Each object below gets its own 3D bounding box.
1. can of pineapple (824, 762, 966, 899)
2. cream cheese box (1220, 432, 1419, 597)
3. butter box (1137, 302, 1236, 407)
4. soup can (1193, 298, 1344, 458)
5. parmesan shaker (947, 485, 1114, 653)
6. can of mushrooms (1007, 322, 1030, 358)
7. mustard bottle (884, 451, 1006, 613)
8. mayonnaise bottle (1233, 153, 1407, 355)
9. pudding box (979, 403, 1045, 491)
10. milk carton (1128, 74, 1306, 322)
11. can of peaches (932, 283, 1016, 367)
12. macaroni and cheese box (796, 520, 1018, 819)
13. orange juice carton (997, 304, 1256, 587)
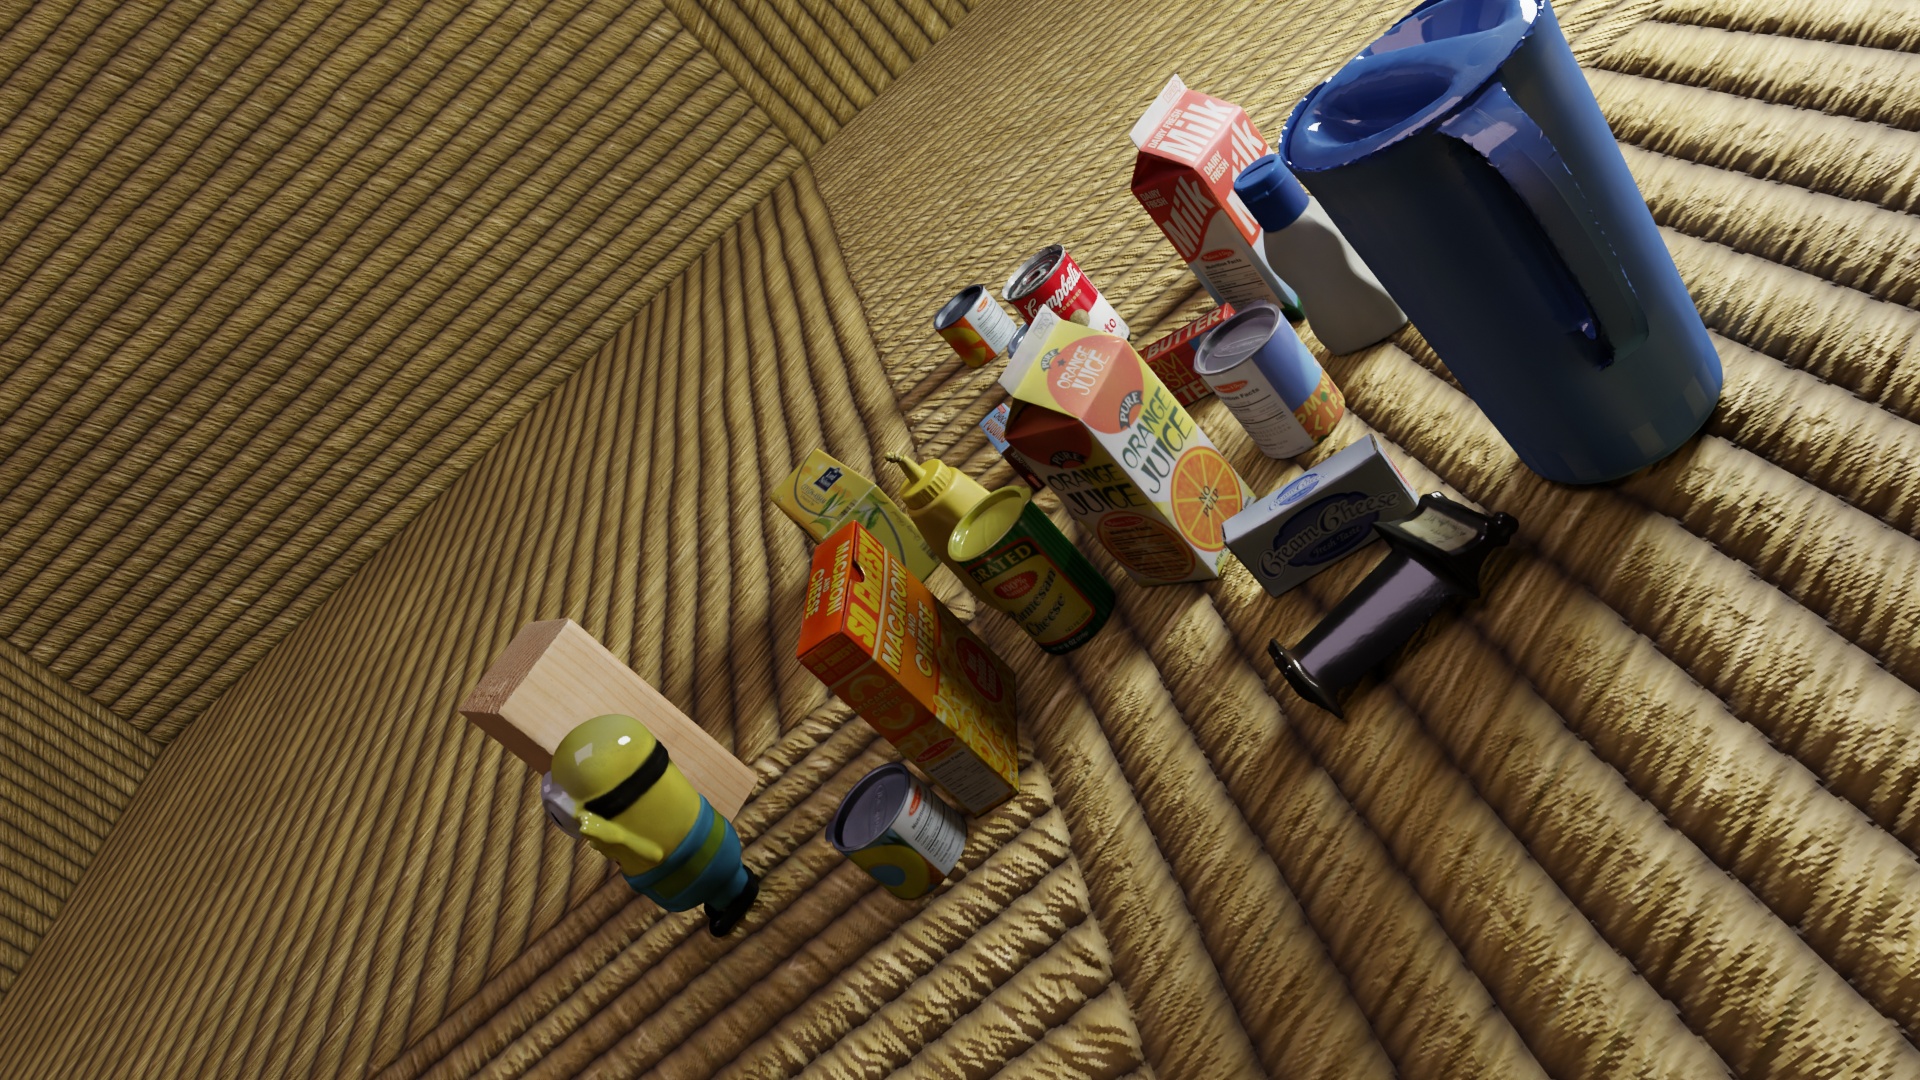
[{"bbox_3d":[-0.040,0.184,0.876,0.071,0.057,0.071,-35,26,20],"label":"can of pineapple"},{"bbox_3d":[0.210,-0.013,0.811,0.103,0.053,0.024,-33,27,22],"label":"cream cheese box"},{"bbox_3d":[0.174,-0.134,1.056,0.103,0.053,0.024,-26,30,34],"label":"butter box"},{"bbox_3d":[0.208,-0.108,0.926,0.071,0.083,0.072,-35,26,20],"label":"soup can"},{"bbox_3d":[0.051,0.020,0.940,0.071,0.103,0.072,-35,26,20],"label":"parmesan shaker"},{"bbox_3d":[0.078,-0.186,1.307,0.071,0.033,0.071,-35,26,20],"label":"can of mushrooms"},{"bbox_3d":[0.004,-0.012,0.995,0.065,0.160,0.049,-18,35,45],"label":"mustard bottle"},{"bbox_3d":[0.240,-0.193,0.935,0.064,0.148,0.041,-24,31,37],"label":"mayonnaise bottle"},{"bbox_3d":[0.049,-0.079,1.163,0.030,0.049,0.084,-42,25,6],"label":"pudding box"},{"bbox_3d":[0.198,-0.253,1.041,0.073,0.190,0.072,-1,49,57],"label":"milk carton"},{"bbox_3d":[0.014,-0.220,1.427,0.071,0.058,0.071,-35,26,20],"label":"can of peaches"},{"bbox_3d":[-0.029,0.080,0.891,0.040,0.166,0.124,-35,26,20],"label":"macaroni and cheese box"},{"bbox_3d":[0.098,-0.059,0.886,0.073,0.192,0.072,-11,41,51],"label":"orange juice carton"}]
